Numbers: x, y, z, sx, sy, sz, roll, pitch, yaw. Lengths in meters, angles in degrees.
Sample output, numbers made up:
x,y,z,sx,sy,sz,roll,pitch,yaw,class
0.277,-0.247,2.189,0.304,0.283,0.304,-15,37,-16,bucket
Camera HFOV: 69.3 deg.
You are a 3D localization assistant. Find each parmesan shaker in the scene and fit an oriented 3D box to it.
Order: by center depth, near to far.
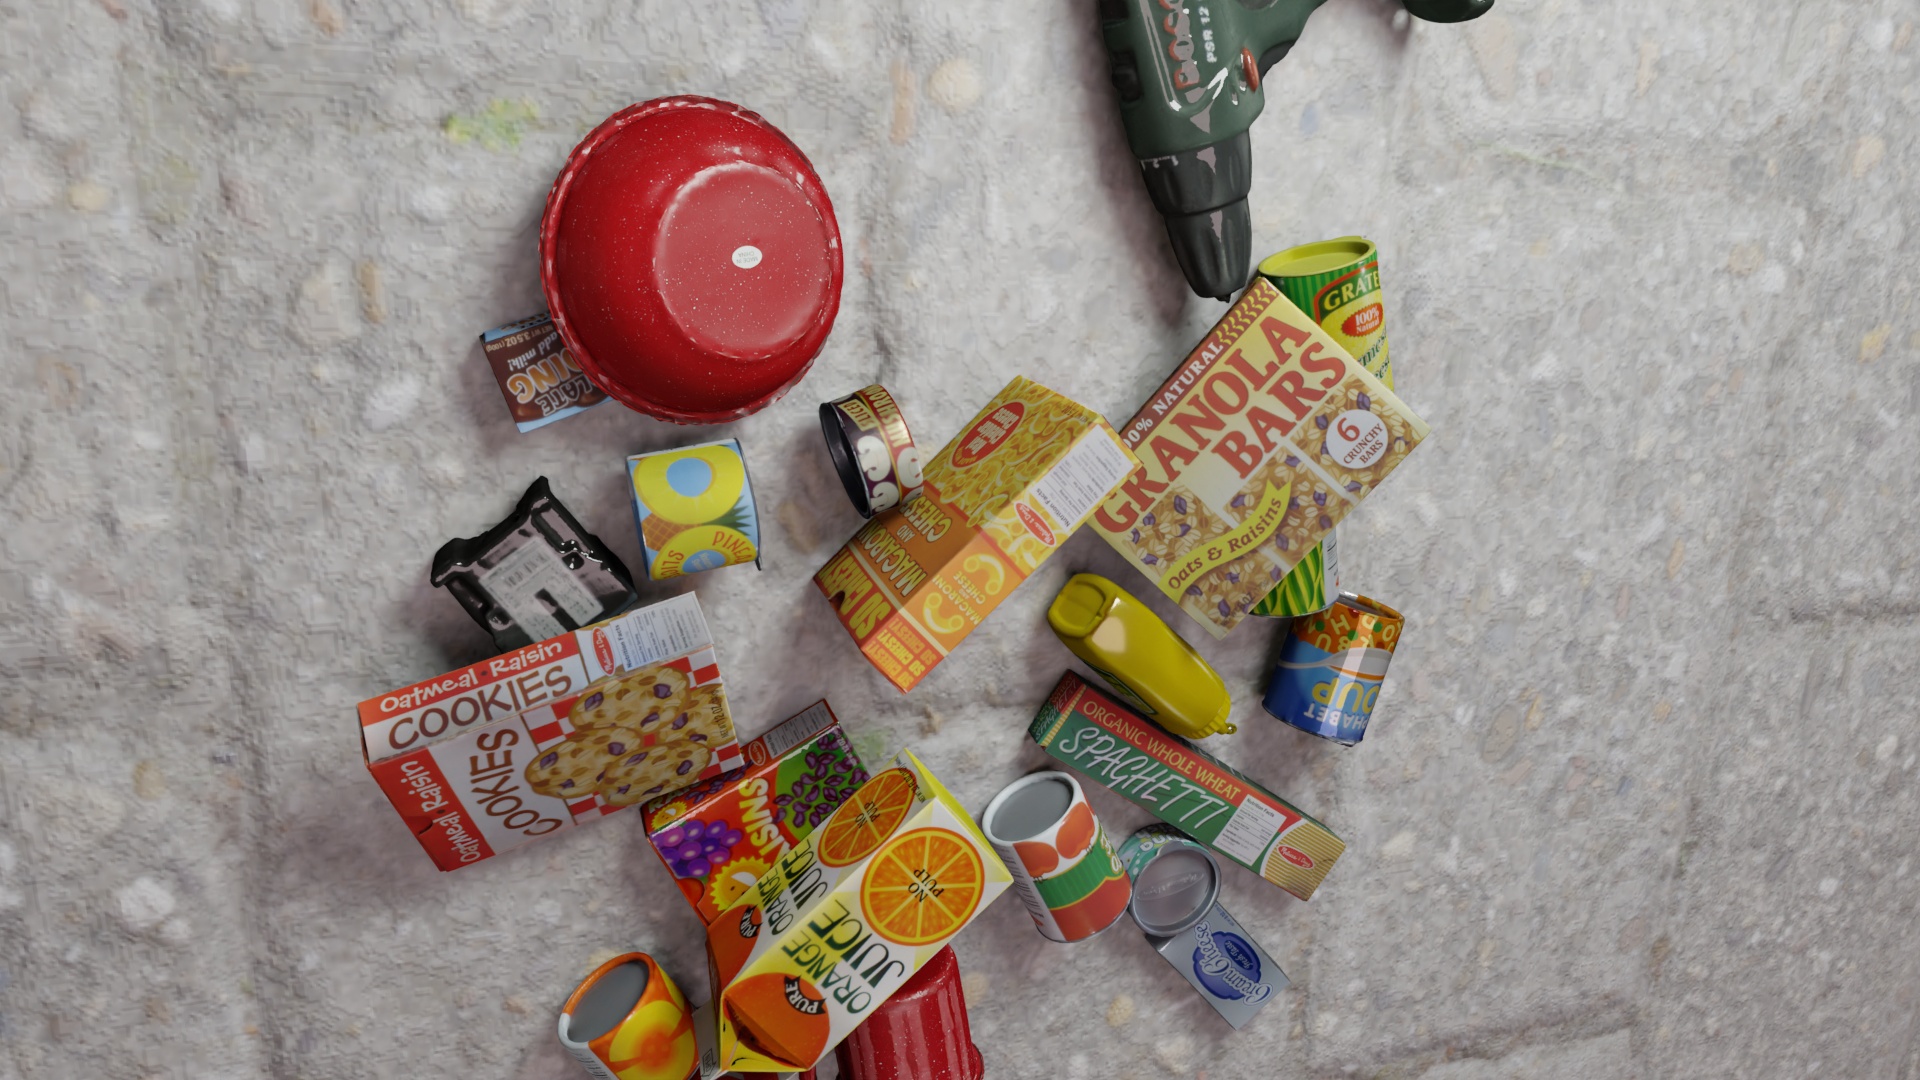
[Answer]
x,y,z,sx,sy,sz,roll,pitch,yaw,class
0.217,-0.118,0.811,0.071,0.071,0.102,-21,113,-13,parmesan shaker

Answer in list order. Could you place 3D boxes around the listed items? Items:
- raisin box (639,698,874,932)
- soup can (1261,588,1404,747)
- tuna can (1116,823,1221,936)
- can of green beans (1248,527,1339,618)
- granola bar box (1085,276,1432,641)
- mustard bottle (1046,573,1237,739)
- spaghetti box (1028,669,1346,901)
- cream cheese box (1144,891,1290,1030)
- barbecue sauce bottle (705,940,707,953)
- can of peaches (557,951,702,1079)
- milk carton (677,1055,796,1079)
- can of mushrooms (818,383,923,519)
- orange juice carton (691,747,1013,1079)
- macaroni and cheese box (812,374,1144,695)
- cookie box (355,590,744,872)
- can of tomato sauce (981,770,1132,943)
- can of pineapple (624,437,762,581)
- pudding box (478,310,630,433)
x,y,z,sx,sy,sz,roll,pitch,yaw,class
-0.108,0.161,0.797,0.123,0.040,0.086,-30,115,-8,raisin box
0.237,0.078,0.877,0.071,0.071,0.083,12,103,-23,soup can
0.133,0.219,0.906,0.071,0.033,0.070,-6,109,-18,tuna can
0.195,0.008,0.842,0.071,0.071,0.057,-14,110,-15,can of green beans
0.157,-0.045,0.779,0.124,0.039,0.165,42,107,0,granola bar box
0.121,0.081,0.842,0.160,0.065,0.049,40,85,-29,mustard bottle
0.150,0.161,0.896,0.250,0.029,0.050,33,94,-26,spaghetti box
0.176,0.285,0.947,0.053,0.024,0.103,-43,115,-1,cream cheese box
-0.076,0.224,0.826,0.149,0.044,0.064,-22,112,-12,barbecue sauce bottle
-0.184,0.277,0.792,0.071,0.071,0.058,-35,115,-6,can of peaches
-0.177,0.351,0.815,0.191,0.072,0.073,-39,116,-4,milk carton
-0.047,-0.049,0.735,0.033,0.071,0.070,-22,113,-13,can of mushrooms
-0.072,0.213,0.762,0.193,0.072,0.073,-42,111,-4,orange juice carton
0.003,-0.009,0.736,0.166,0.124,0.040,-44,113,-2,macaroni and cheese box
-0.203,0.101,0.711,0.168,0.040,0.122,-19,145,-14,cookie box
0.061,0.192,0.853,0.071,0.071,0.083,-31,114,-8,can of tomato sauce
-0.137,-0.014,0.714,0.058,0.071,0.070,-11,111,-15,can of pineapple
-0.189,-0.091,0.691,0.084,0.030,0.049,-21,113,-12,pudding box
